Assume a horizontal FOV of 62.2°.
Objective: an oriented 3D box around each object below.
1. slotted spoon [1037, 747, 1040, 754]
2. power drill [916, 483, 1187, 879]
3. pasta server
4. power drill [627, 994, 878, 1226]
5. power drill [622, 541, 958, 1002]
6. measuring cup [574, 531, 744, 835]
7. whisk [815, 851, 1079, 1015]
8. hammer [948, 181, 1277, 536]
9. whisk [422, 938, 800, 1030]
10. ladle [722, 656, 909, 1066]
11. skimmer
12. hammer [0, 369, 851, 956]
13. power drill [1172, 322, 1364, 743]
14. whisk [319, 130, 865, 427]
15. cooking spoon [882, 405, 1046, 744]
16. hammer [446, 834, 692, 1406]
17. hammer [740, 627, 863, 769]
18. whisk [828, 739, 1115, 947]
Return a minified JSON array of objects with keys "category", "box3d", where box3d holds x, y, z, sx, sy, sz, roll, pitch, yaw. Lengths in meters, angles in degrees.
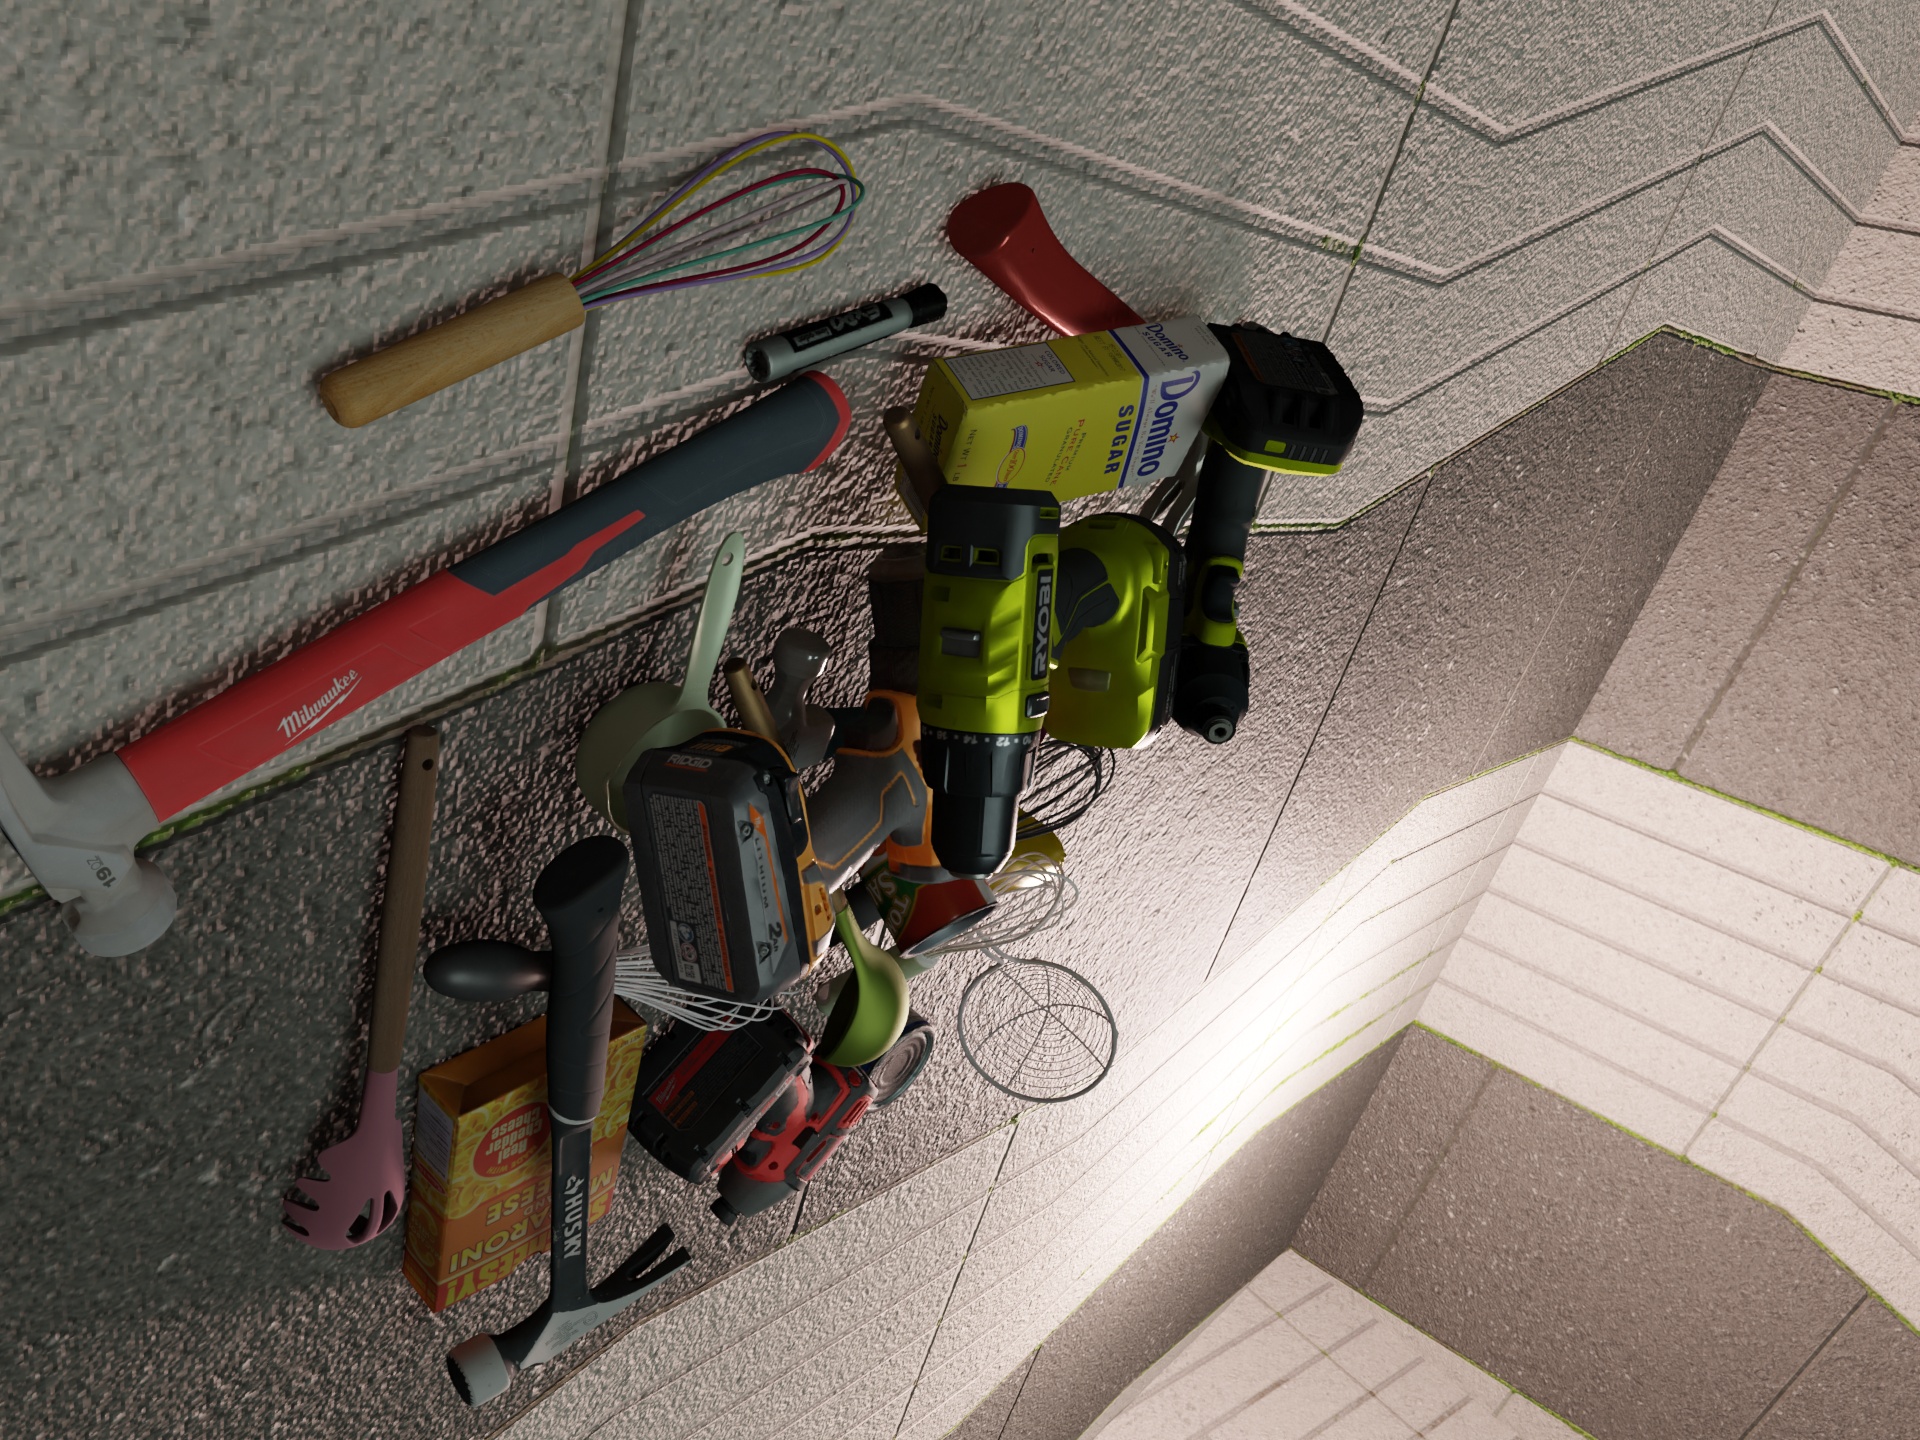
[{"category":"slotted spoon","box3d":[0.039,0.035,1.128,0.070,0.031,0.313,-5,127,-53]},{"category":"power drill","box3d":[0.045,-0.027,0.844,0.228,0.080,0.190,-15,111,-64]},{"category":"pasta server","box3d":[-0.277,0.138,0.759,0.060,0.040,0.316,-17,131,-49]},{"category":"power drill","box3d":[-0.139,0.264,1.061,0.143,0.079,0.219,-47,154,-12]},{"category":"power drill","box3d":[-0.063,0.020,0.803,0.226,0.084,0.185,-29,118,-51]},{"category":"measuring cup","box3d":[-0.142,-0.022,0.776,0.083,0.038,0.167,-12,129,-52]},{"category":"whisk","box3d":[-0.017,0.147,1.036,0.059,0.058,0.246,28,138,-31]},{"category":"hammer","box3d":[0.089,-0.211,0.922,0.149,0.037,0.358,-60,152,10]},{"category":"whisk","box3d":[-0.179,0.135,0.859,0.070,0.070,0.284,-58,152,8]},{"category":"ladle","box3d":[-0.090,0.087,0.904,0.078,0.062,0.319,-72,154,-43]},{"category":"skimmer","box3d":[0.010,0.180,1.143,0.362,0.127,0.090,51,31,-52]},{"category":"hammer","box3d":[-0.197,-0.063,0.644,0.386,0.038,0.143,-37,146,-30]},{"category":"power drill","box3d":[0.163,-0.108,0.957,0.080,0.171,0.223,7,123,-8]},{"category":"whisk","box3d":[-0.132,-0.169,0.621,0.245,0.051,0.047,-35,152,-27]},{"category":"cooking spoon","box3d":[0.013,-0.071,0.875,0.069,0.017,0.318,-68,155,-20]},{"category":"hammer","box3d":[-0.200,0.216,0.842,0.149,0.036,0.408,-22,140,-36]},{"category":"hammer","box3d":[-0.002,-0.003,0.984,0.331,0.033,0.128,-7,128,-46]},{"category":"whisk","box3d":[-0.004,0.081,0.999,0.239,0.055,0.055,-34,157,17]}]
